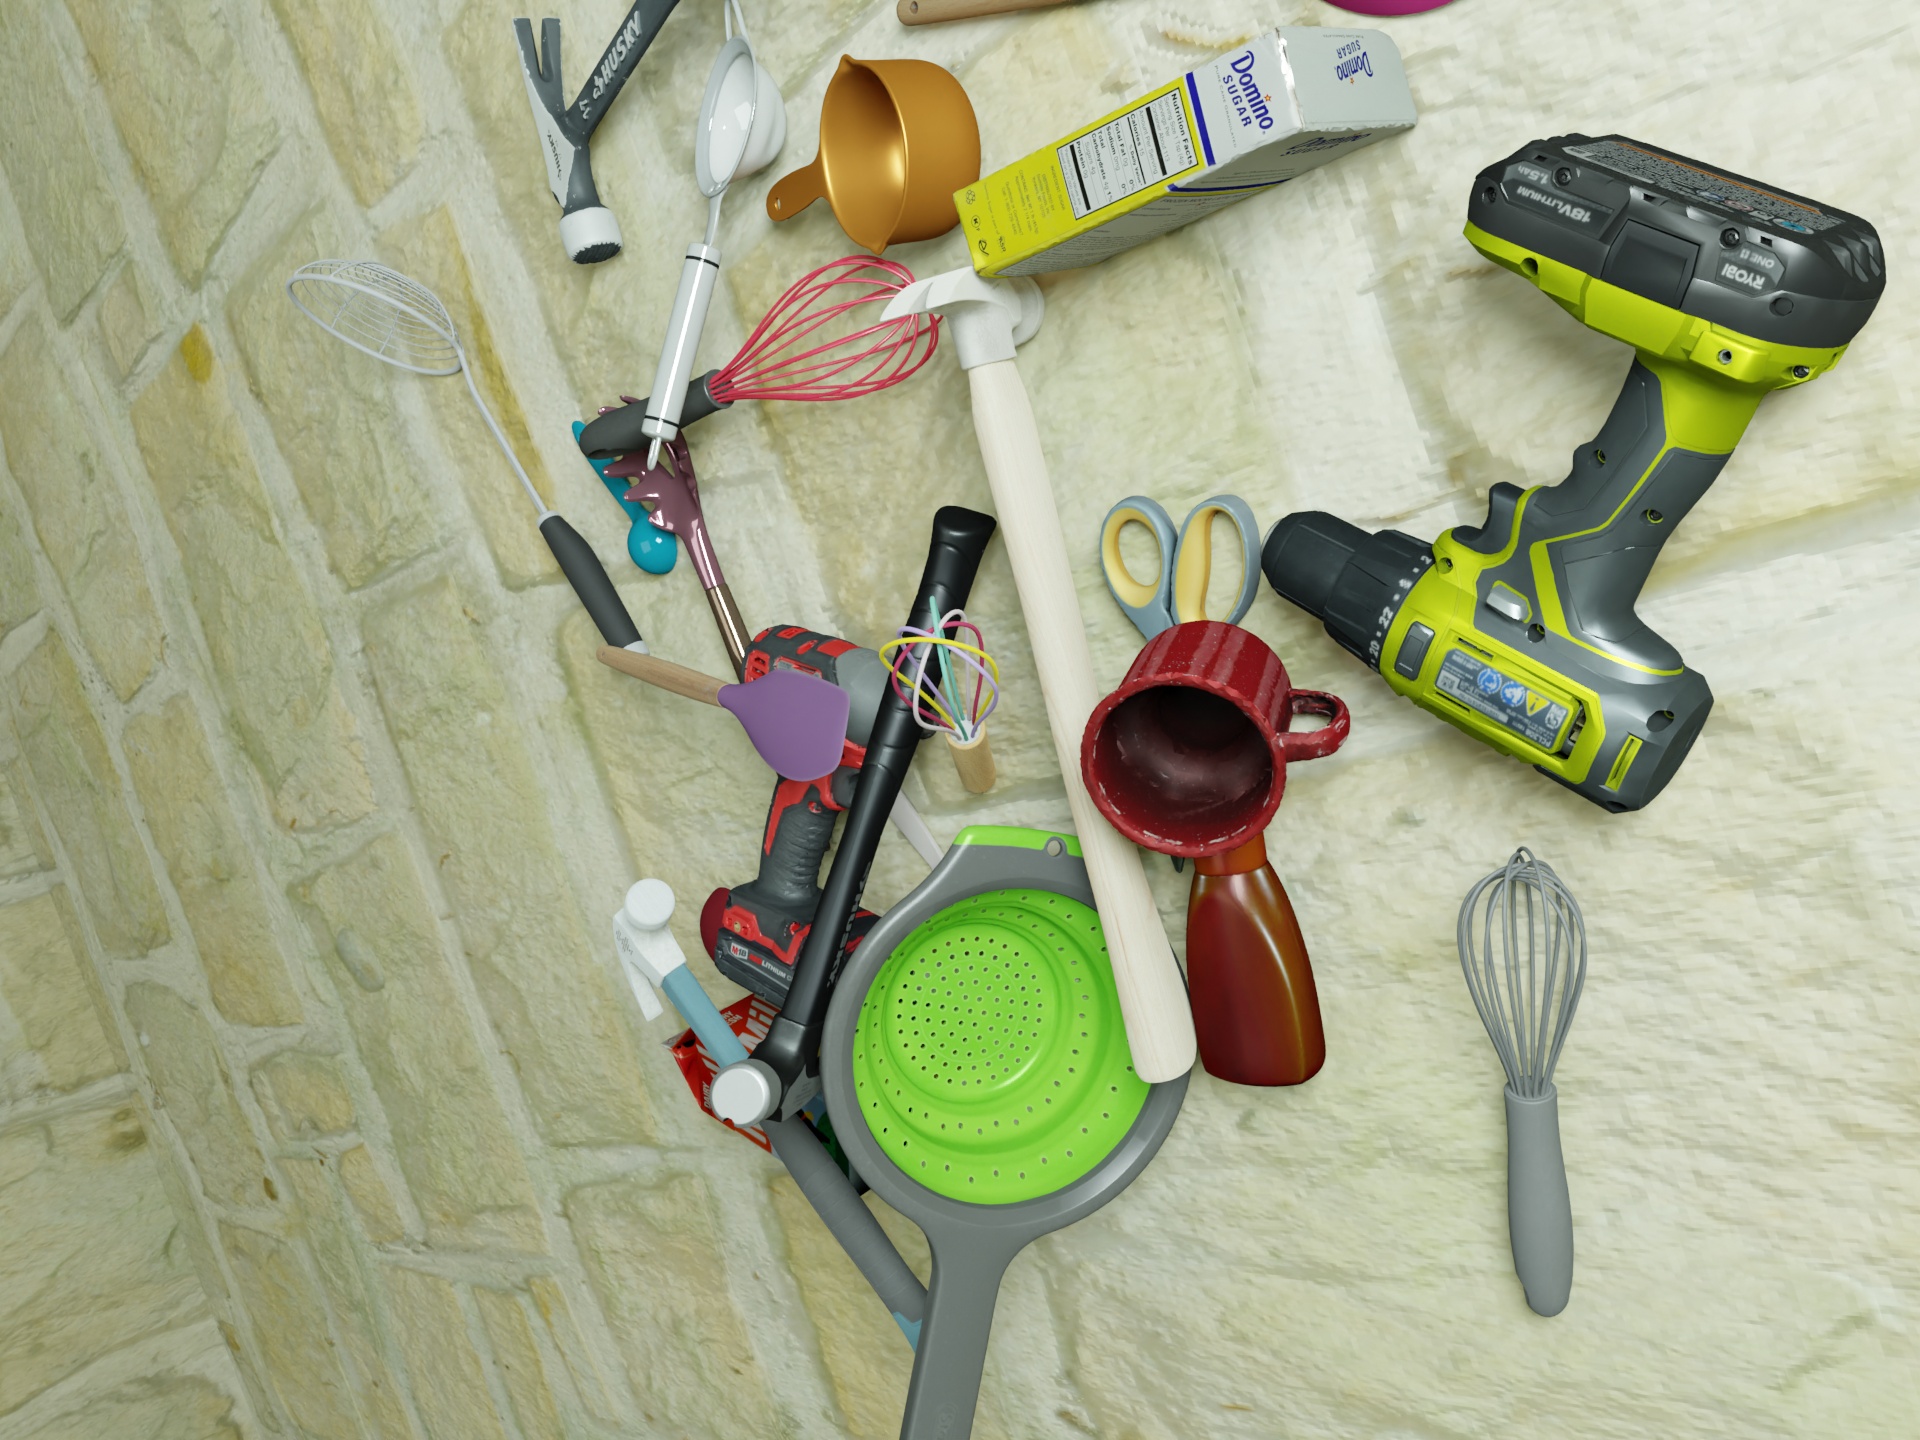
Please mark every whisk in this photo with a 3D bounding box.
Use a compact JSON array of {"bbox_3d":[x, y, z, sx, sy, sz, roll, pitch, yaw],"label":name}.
[{"bbox_3d":[-0.003,-0.003,0.801,0.244,0.047,0.051,73,174,-73],"label":"whisk"},{"bbox_3d":[0.256,0.167,0.709,0.055,0.055,0.238,7,115,43],"label":"whisk"},{"bbox_3d":[-0.125,-0.194,0.903,0.296,0.073,0.073,-12,98,41],"label":"whisk"}]

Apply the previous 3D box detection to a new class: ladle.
[{"bbox_3d":[-0.077,0.143,1.039,0.315,0.031,0.069,-6,101,44],"label":"ladle"}]

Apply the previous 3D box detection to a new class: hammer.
[{"bbox_3d":[-0.112,0.250,0.986,0.331,0.033,0.128,52,153,9],"label":"hammer"},{"bbox_3d":[-0.046,0.046,0.845,0.035,0.146,0.335,18,90,13],"label":"hammer"},{"bbox_3d":[0.050,-0.013,0.771,0.038,0.146,0.410,-11,101,21],"label":"hammer"},{"bbox_3d":[-0.154,-0.393,0.838,0.409,0.036,0.149,-19,88,58],"label":"hammer"}]

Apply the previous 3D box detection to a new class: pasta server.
[{"bbox_3d":[-0.152,-0.059,1.022,0.060,0.040,0.316,-20,93,36],"label":"pasta server"}]

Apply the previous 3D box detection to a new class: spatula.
[{"bbox_3d":[-0.155,-0.017,0.973,0.316,0.018,0.060,17,99,52],"label":"spatula"}]

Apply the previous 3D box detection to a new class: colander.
[{"bbox_3d":[0.002,0.251,0.877,0.094,0.204,0.397,-166,87,-75],"label":"colander"}]

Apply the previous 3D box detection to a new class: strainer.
[{"bbox_3d":[-0.138,-0.263,0.876,0.087,0.050,0.258,19,94,60],"label":"strainer"}]

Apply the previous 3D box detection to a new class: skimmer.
[{"bbox_3d":[-0.349,-0.178,1.129,0.363,0.090,0.127,57,168,7],"label":"skimmer"}]

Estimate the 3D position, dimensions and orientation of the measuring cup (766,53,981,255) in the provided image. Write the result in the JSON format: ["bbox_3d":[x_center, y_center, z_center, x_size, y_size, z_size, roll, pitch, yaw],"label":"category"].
[{"bbox_3d":[-0.048,-0.285,0.827,0.174,0.052,0.095,9,112,61],"label":"measuring cup"}]

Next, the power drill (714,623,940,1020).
[{"bbox_3d":[-0.076,0.061,0.955,0.143,0.078,0.219,18,107,41],"label":"power drill"}]

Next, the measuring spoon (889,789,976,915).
[{"bbox_3d":[-0.033,0.069,0.970,0.124,0.018,0.034,53,135,16],"label":"measuring spoon"}]

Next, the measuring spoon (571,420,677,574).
[{"bbox_3d":[-0.235,-0.151,1.076,0.129,0.021,0.042,55,135,12],"label":"measuring spoon"}]

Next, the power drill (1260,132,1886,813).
[{"bbox_3d":[0.221,-0.099,0.614,0.191,0.080,0.228,35,130,30],"label":"power drill"}]

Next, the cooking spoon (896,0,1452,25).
[{"bbox_3d":[0.090,-0.329,0.690,0.319,0.017,0.068,12,113,41],"label":"cooking spoon"}]
